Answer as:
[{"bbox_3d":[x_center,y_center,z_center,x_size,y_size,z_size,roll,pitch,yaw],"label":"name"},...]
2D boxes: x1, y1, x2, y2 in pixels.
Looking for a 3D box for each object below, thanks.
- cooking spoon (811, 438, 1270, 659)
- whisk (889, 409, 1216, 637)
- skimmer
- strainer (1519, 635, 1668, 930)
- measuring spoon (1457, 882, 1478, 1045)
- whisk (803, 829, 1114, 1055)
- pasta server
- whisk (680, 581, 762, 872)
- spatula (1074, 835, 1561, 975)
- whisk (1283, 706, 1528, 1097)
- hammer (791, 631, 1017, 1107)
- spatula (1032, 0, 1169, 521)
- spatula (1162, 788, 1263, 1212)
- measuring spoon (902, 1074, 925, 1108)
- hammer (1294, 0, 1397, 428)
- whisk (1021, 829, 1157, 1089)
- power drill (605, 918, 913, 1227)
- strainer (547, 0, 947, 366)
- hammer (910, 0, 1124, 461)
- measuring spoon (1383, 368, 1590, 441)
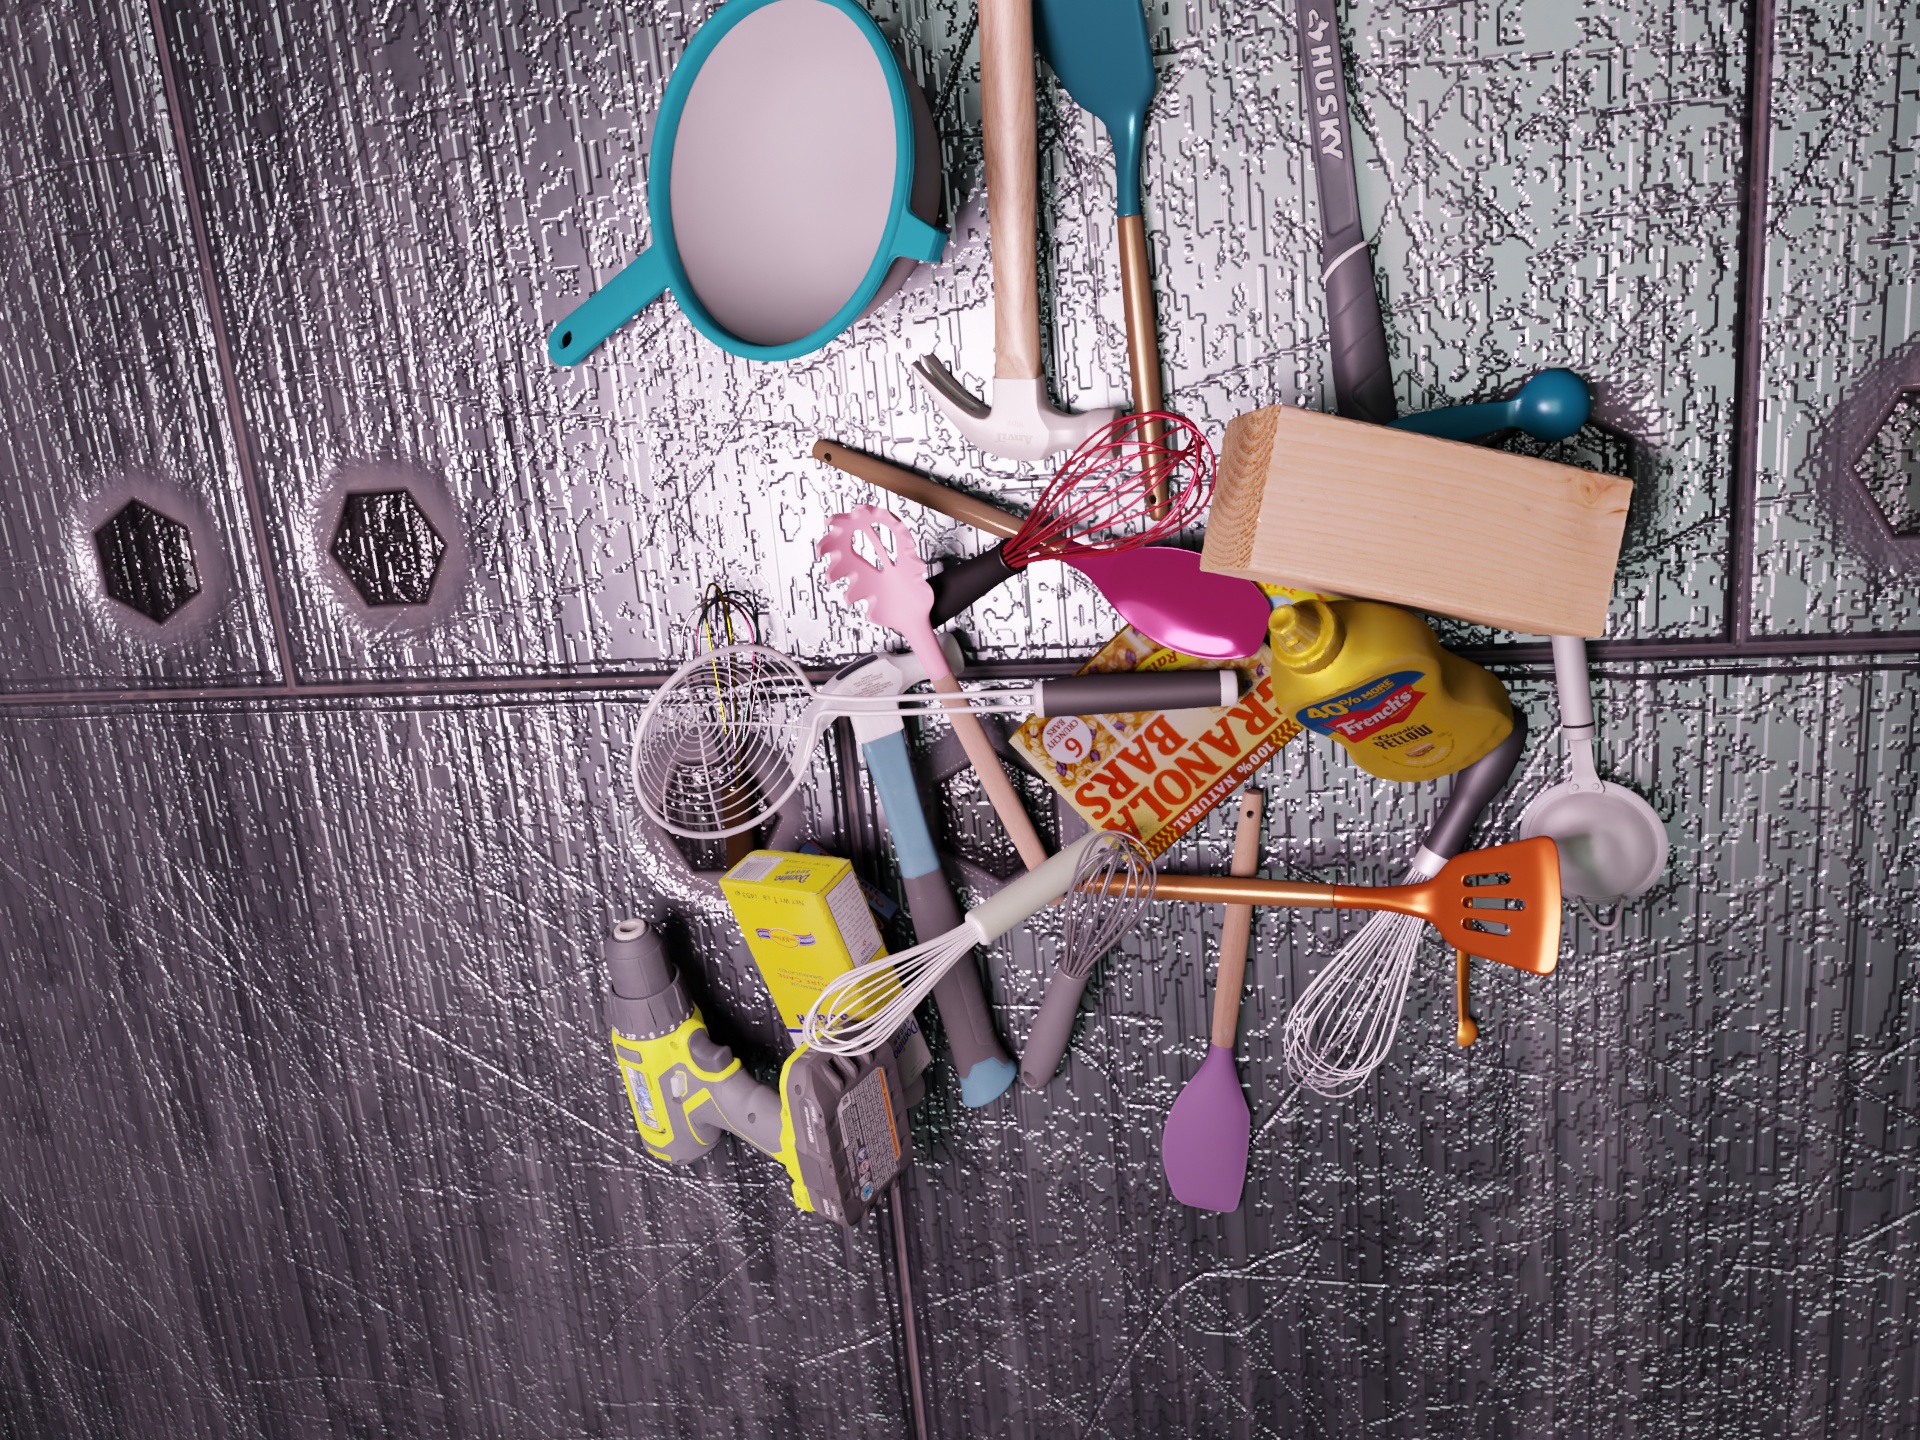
[{"bbox_3d":[0.044,-0.116,0.996,0.319,0.017,0.068,24,126,17],"label":"cooking spoon"},{"bbox_3d":[0.044,-0.107,0.953,0.296,0.073,0.073,-26,99,49],"label":"whisk"},{"bbox_3d":[-0.013,0.005,0.963,0.363,0.090,0.127,-3,120,5],"label":"skimmer"},{"bbox_3d":[0.375,0.014,0.967,0.087,0.050,0.258,-5,101,30],"label":"strainer"},{"bbox_3d":[0.328,0.158,1.023,0.011,0.021,0.116,8,113,34],"label":"measuring spoon"},{"bbox_3d":[0.004,0.140,1.033,0.246,0.059,0.057,-32,123,-16],"label":"whisk"},{"bbox_3d":[-0.002,-0.003,1.024,0.060,0.040,0.316,-21,113,15],"label":"pasta server"},{"bbox_3d":[-0.158,0.022,1.107,0.047,0.051,0.244,11,114,33],"label":"whisk"},{"bbox_3d":[0.210,0.108,1.000,0.323,0.041,0.081,0,84,28],"label":"spatula"},{"bbox_3d":[0.287,0.118,1.013,0.070,0.070,0.284,26,105,6],"label":"whisk"},{"bbox_3d":[-0.021,0.113,1.082,0.128,0.033,0.331,-19,107,-11],"label":"hammer"},{"bbox_3d":[0.097,-0.274,0.951,0.082,0.044,0.317,4,110,38],"label":"spatula"},{"bbox_3d":[0.178,0.196,1.079,0.060,0.018,0.315,8,108,13],"label":"spatula"},{"bbox_3d":[-0.059,0.227,1.148,0.034,0.018,0.124,-17,100,18],"label":"measuring spoon"},{"bbox_3d":[0.226,-0.288,0.920,0.149,0.036,0.408,-7,104,15],"label":"hammer"},{"bbox_3d":[0.079,0.167,1.060,0.055,0.055,0.238,21,127,7],"label":"whisk"},{"bbox_3d":[-0.153,0.241,1.100,0.229,0.080,0.190,11,121,35],"label":"power drill"},{"bbox_3d":[-0.128,-0.299,0.984,0.340,0.095,0.211,-23,82,40],"label":"strainer"},{"bbox_3d":[0.028,-0.318,0.938,0.130,0.031,0.331,6,114,22],"label":"hammer"},{"bbox_3d":[0.304,-0.173,0.920,0.128,0.021,0.042,-11,107,-1],"label":"measuring spoon"}]
